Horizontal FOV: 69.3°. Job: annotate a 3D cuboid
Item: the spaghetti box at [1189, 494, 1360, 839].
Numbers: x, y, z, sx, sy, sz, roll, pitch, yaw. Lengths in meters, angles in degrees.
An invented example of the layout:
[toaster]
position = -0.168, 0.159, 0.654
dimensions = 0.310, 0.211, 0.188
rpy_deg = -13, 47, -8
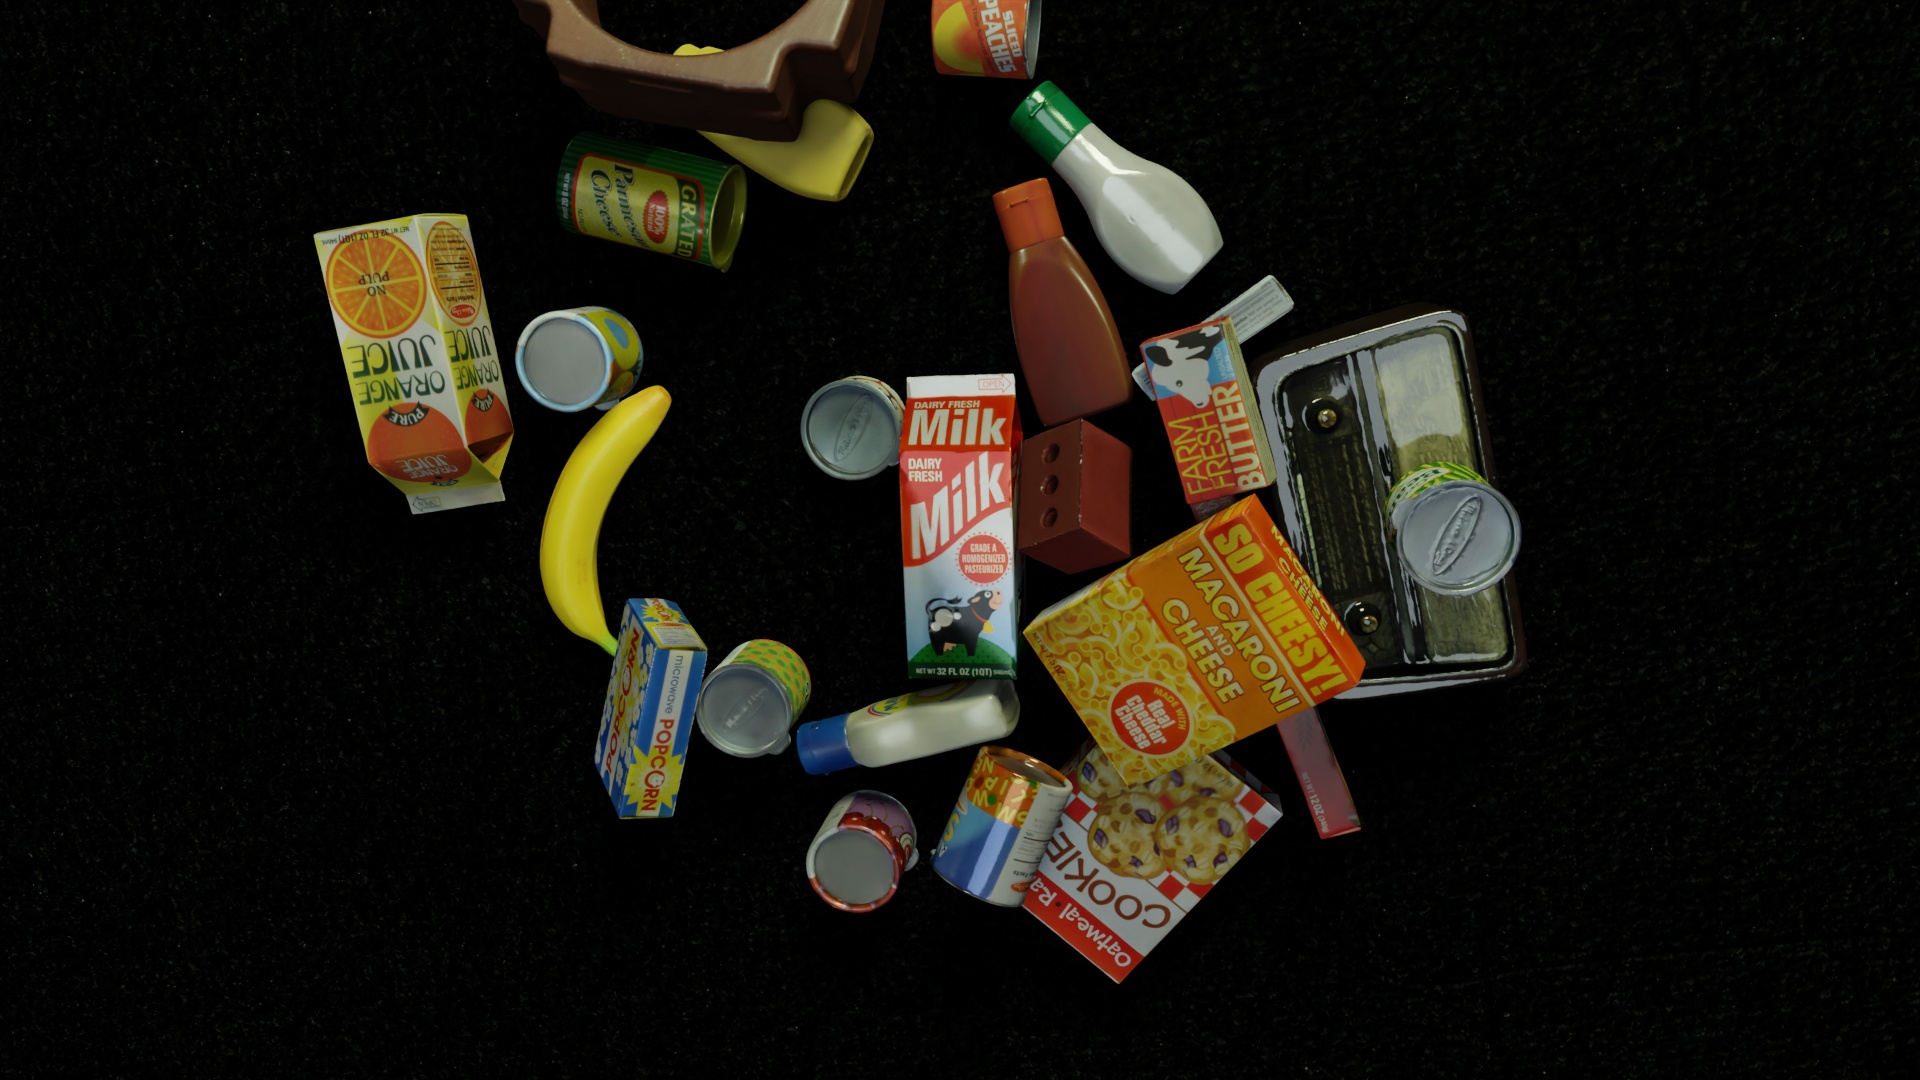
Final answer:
[spaghetti box]
position = 0.200, 0.070, 0.894
dimensions = 0.028, 0.050, 0.249
rpy_deg = -21, 98, 11

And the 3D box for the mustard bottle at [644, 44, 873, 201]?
[mustard bottle]
position = -0.135, -0.272, 0.870
dimensions = 0.160, 0.049, 0.065
rpy_deg = 29, 101, 2

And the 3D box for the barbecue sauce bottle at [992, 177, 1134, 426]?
[barbecue sauce bottle]
position = 0.059, -0.150, 0.871
dimensions = 0.065, 0.044, 0.148
rpy_deg = -16, 99, 15

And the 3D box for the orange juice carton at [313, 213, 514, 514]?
[orange juice carton]
position = -0.355, -0.115, 0.922
dimensions = 0.072, 0.073, 0.192
rpy_deg = -7, 101, 9

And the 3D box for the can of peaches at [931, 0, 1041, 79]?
[can of peaches]
position = 0.016, -0.310, 0.829
dimensions = 0.058, 0.071, 0.071
rpy_deg = 6, 103, 8

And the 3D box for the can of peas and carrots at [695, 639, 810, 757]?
[can of peas and carrots]
position = -0.138, 0.108, 0.946
dimensions = 0.071, 0.059, 0.070
rpy_deg = 2, 103, 7

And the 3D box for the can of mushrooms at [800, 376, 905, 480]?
[can of mushrooms]
position = -0.067, -0.073, 0.910
dimensions = 0.071, 0.033, 0.071
rpy_deg = 2, 101, 8

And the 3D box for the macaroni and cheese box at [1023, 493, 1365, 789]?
[macaroni and cheese box]
position = 0.140, 0.064, 0.844
dimensions = 0.166, 0.040, 0.123
rpy_deg = -32, 95, 31

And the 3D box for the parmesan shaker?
[parmesan shaker]
position = -0.196, -0.214, 0.883
dimensions = 0.103, 0.071, 0.071
rpy_deg = 14, 104, 5

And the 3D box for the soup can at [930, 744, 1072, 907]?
[soup can]
position = 0.025, 0.182, 0.899
dimensions = 0.071, 0.071, 0.083
rpy_deg = 23, 95, 3

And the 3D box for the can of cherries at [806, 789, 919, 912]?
[can of cherries]
position = -0.065, 0.215, 0.958
dimensions = 0.071, 0.058, 0.071
rpy_deg = 2, 102, 8

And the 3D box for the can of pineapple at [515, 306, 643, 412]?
[can of pineapple]
position = -0.249, -0.118, 0.914
dimensions = 0.071, 0.058, 0.070
rpy_deg = 2, 102, 8

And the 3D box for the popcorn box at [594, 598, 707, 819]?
[popcorn box]
position = -0.211, 0.112, 0.941
dimensions = 0.038, 0.085, 0.126
rpy_deg = 7, 106, -29

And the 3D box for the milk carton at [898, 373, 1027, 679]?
[milk carton]
position = 0.003, -0.011, 0.893
dimensions = 0.072, 0.073, 0.190
rpy_deg = -1, 101, 9

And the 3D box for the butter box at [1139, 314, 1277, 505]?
[butter box]
position = 0.147, -0.076, 0.819
dimensions = 0.053, 0.024, 0.103
rpy_deg = -13, 100, 31

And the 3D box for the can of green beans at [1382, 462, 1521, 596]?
[can of green beans]
position = 0.277, -0.008, 0.787
dimensions = 0.071, 0.058, 0.071
rpy_deg = 2, 103, 8

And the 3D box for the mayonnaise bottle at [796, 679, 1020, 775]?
[mayonnaise bottle]
position = -0.037, 0.125, 0.935
dimensions = 0.148, 0.065, 0.041
rpy_deg = -15, 99, 15

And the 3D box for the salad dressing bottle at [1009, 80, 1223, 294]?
[salad dressing bottle]
position = 0.094, -0.218, 0.852
dimensions = 0.147, 0.044, 0.064
rpy_deg = 45, 105, -2

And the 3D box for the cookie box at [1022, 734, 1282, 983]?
[cookie box]
position = 0.114, 0.198, 0.939
dimensions = 0.123, 0.040, 0.167
rpy_deg = 40, 104, -1

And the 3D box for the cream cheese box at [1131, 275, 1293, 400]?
[cream cheese box]
position = 0.155, -0.125, 0.857
dimensions = 0.103, 0.053, 0.024
rpy_deg = -34, 94, 13
